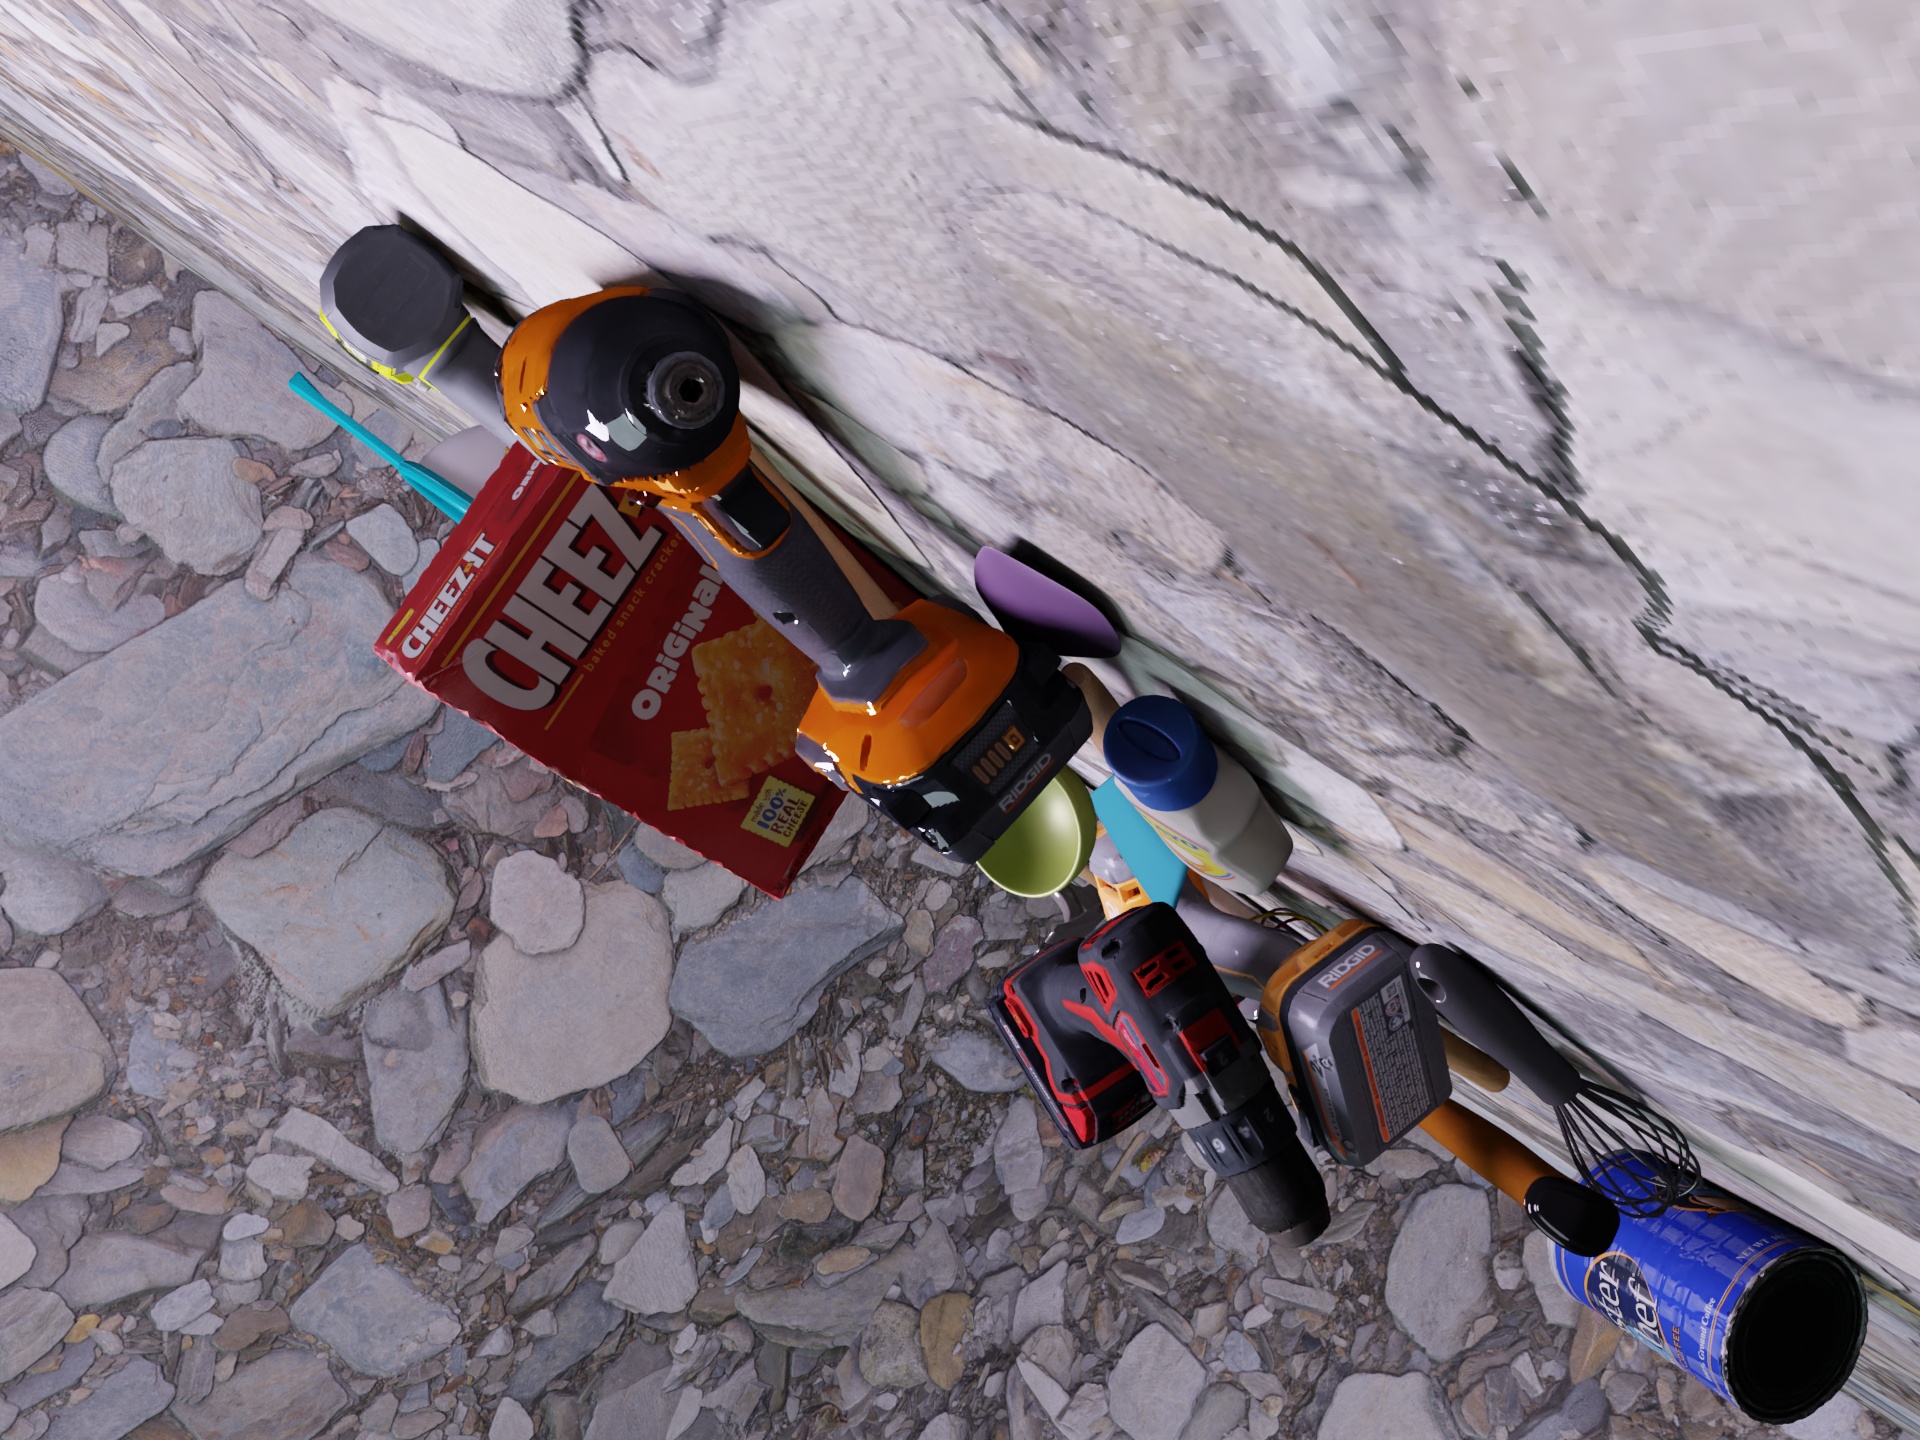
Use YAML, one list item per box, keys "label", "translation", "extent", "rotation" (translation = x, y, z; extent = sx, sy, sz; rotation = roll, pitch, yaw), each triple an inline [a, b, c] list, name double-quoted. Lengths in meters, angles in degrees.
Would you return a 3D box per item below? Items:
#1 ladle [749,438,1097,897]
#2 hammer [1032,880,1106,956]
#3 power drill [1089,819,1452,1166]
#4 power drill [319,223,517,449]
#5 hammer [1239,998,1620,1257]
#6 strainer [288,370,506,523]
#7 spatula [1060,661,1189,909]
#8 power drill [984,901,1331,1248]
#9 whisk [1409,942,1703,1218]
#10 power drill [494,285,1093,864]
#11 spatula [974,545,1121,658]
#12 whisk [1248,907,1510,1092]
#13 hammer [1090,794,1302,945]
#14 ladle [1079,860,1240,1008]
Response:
- label: "ladle"
  translation: [-0.030, -0.024, 0.715]
  extent: [0.078, 0.062, 0.319]
  rotation: [2, 145, 40]
- label: "hammer"
  translation: [-0.026, 0.048, 1.295]
  extent: [0.359, 0.036, 0.149]
  rotation: [41, -154, 15]
- label: "power drill"
  translation: [0.169, 0.161, 0.908]
  extent: [0.226, 0.084, 0.185]
  rotation: [29, 145, 54]
- label: "power drill"
  translation: [-0.217, -0.150, 0.803]
  extent: [0.223, 0.080, 0.171]
  rotation: [40, 174, -20]
- label: "hammer"
  translation: [0.275, 0.227, 0.918]
  extent: [0.127, 0.034, 0.337]
  rotation: [29, 180, -12]
- label: "strainer"
  translation: [-0.355, -0.193, 1.201]
  extent: [0.340, 0.095, 0.211]
  rotation: [36, 173, 10]
- label: "spatula"
  translation: [0.072, 0.028, 0.734]
  extent: [0.082, 0.044, 0.317]
  rotation: [59, -176, 20]
- label: "power drill"
  translation: [0.109, 0.198, 0.888]
  extent: [0.188, 0.080, 0.226]
  rotation: [59, 162, 3]
- label: "whisk"
  translation: [0.291, 0.177, 0.781]
  extent: [0.238, 0.055, 0.055]
  rotation: [41, 173, -25]
- label: "power drill"
  translation: [-0.057, -0.053, 0.547]
  extent: [0.226, 0.084, 0.164]
  rotation: [47, 171, -24]
- label: "spatula"
  translation: [0.028, -0.027, 0.671]
  extent: [0.060, 0.018, 0.316]
  rotation: [30, 174, 2]
- label: "whisk"
  translation: [0.268, 0.181, 1.008]
  extent: [0.244, 0.047, 0.051]
  rotation: [32, -174, -24]
- label: "hammer"
  translation: [0.137, 0.101, 1.117]
  extent: [0.410, 0.038, 0.146]
  rotation: [36, 176, -14]
- label: "ladle"
  translation: [0.115, 0.123, 1.107]
  extent: [0.315, 0.031, 0.069]
  rotation: [39, 176, -29]
